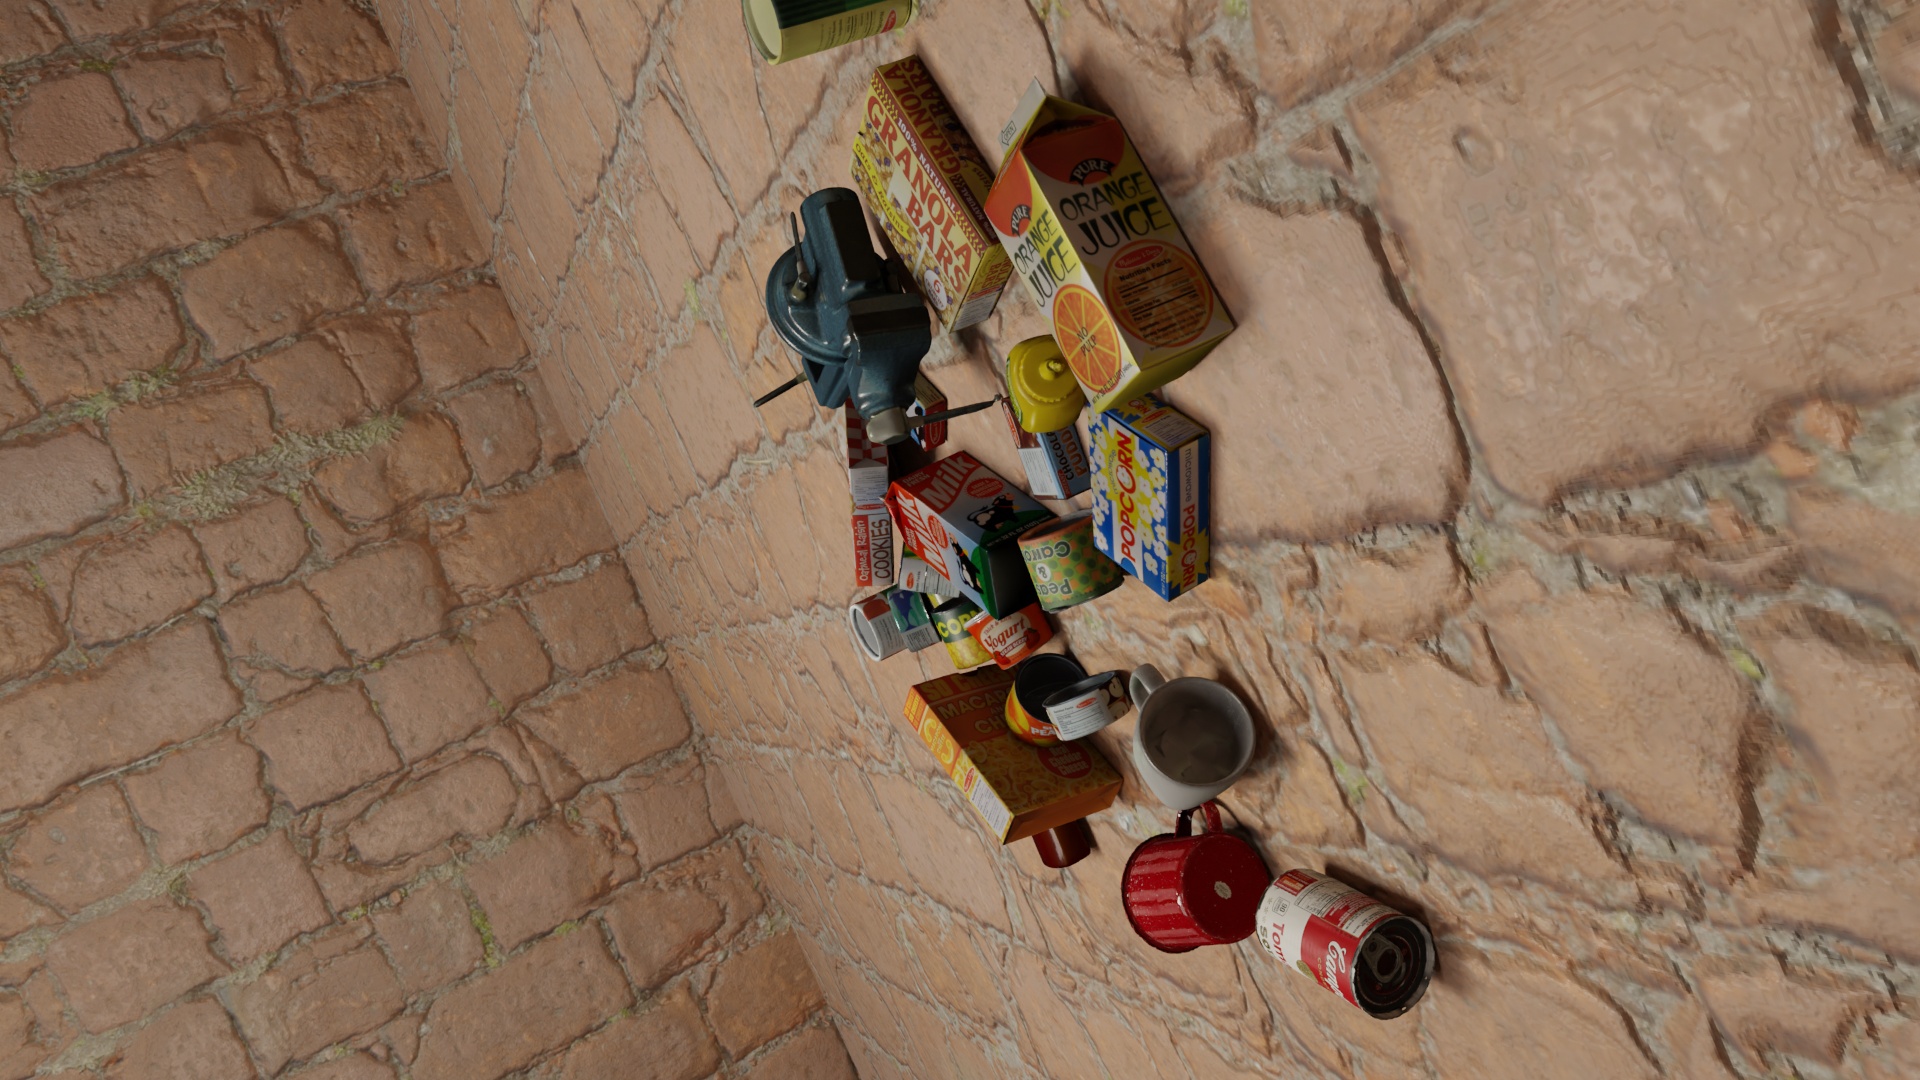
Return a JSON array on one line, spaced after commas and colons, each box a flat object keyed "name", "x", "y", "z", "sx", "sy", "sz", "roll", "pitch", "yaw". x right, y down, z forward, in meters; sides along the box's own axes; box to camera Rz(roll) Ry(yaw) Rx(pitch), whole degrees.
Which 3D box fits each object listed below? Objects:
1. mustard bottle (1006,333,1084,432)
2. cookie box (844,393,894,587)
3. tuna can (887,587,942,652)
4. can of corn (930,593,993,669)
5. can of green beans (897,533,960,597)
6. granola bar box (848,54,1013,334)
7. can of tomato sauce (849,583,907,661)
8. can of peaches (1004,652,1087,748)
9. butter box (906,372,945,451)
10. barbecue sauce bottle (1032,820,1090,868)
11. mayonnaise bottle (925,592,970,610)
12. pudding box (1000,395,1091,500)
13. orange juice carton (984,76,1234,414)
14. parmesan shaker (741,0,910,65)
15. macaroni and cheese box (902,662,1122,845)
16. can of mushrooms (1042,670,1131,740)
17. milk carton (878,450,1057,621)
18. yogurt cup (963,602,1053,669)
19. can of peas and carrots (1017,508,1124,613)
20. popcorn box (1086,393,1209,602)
[{"name": "mustard bottle", "x": 0.057, "y": -0.109, "z": 0.932, "sx": 0.160, "sy": 0.049, "sz": 0.065, "roll": 49, "pitch": -153, "yaw": -89}, {"name": "cookie box", "x": -0.087, "y": -0.054, "z": 1.336, "sx": 0.166, "sy": 0.040, "sz": 0.123, "roll": 91, "pitch": 174, "yaw": -48}, {"name": "tuna can", "x": -0.045, "y": 0.072, "z": 1.356, "sx": 0.071, "sy": 0.033, "sz": 0.071, "roll": -28, "pitch": -84, "yaw": -87}, {"name": "can of corn", "x": 0.013, "y": 0.079, "z": 1.271, "sx": 0.058, "sy": 0.071, "sz": 0.071, "roll": 66, "pitch": 158, "yaw": -5}, {"name": "can of green beans", "x": -0.025, "y": 0.016, "z": 1.271, "sx": 0.071, "sy": 0.058, "sz": 0.071, "roll": -145, "pitch": 62, "yaw": -89}, {"name": "granola bar box", "x": -0.021, "y": -0.255, "z": 1.038, "sx": 0.166, "sy": 0.039, "sz": 0.123, "roll": 59, "pitch": 157, "yaw": 13}, {"name": "can of tomato sauce", "x": -0.063, "y": 0.078, "z": 1.425, "sx": 0.071, "sy": 0.083, "sz": 0.070, "roll": 48, "pitch": 153, "yaw": 36}, {"name": "can of peaches", "x": 0.075, "y": 0.141, "z": 1.198, "sx": 0.071, "sy": 0.071, "sz": 0.057, "roll": 56, "pitch": 157, "yaw": 22}, {"name": "butter box", "x": -0.049, "y": -0.132, "z": 1.252, "sx": 0.104, "sy": 0.024, "sz": 0.052, "roll": 48, "pitch": 152, "yaw": 35}, {"name": "barbecue sauce bottle", "x": 0.074, "y": 0.240, "z": 1.339, "sx": 0.148, "sy": 0.044, "sz": 0.064, "roll": 66, "pitch": 158, "yaw": -2}, {"name": "mayonnaise bottle", "x": -0.020, "y": 0.034, "z": 1.334, "sx": 0.148, "sy": 0.041, "sz": 0.064, "roll": 67, "pitch": 166, "yaw": -5}, {"name": "pudding box", "x": 0.065, "y": -0.073, "z": 1.046, "sx": 0.049, "sy": 0.030, "sz": 0.083, "roll": 4, "pitch": 117, "yaw": 67}, {"name": "orange juice carton", "x": 0.078, "y": -0.183, "z": 0.843, "sx": 0.193, "sy": 0.073, "sz": 0.071, "roll": 62, "pitch": 158, "yaw": 8}, {"name": "parmesan shaker", "x": -0.095, "y": -0.385, "z": 0.982, "sx": 0.071, "sy": 0.103, "sz": 0.071, "roll": 48, "pitch": 152, "yaw": 36}, {"name": "macaroni and cheese box", "x": 0.045, "y": 0.181, "z": 1.233, "sx": 0.167, "sy": 0.124, "sz": 0.040, "roll": 48, "pitch": 134, "yaw": 36}, {"name": "can of mushrooms", "x": 0.104, "y": 0.134, "z": 1.132, "sx": 0.033, "sy": 0.071, "sz": 0.071, "roll": 65, "pitch": 158, "yaw": -2}, {"name": "milk carton", "x": 0.004, "y": -0.015, "z": 1.189, "sx": 0.191, "sy": 0.072, "sz": 0.073, "roll": 38, "pitch": 146, "yaw": 49}, {"name": "yogurt cup", "x": 0.044, "y": 0.076, "z": 1.208, "sx": 0.054, "sy": 0.072, "sz": 0.072, "roll": 56, "pitch": 158, "yaw": 1}, {"name": "can of peas and carrots", "x": 0.081, "y": 0.015, "z": 1.047, "sx": 0.071, "sy": 0.071, "sz": 0.058, "roll": -3, "pitch": 109, "yaw": 67}, {"name": "popcorn box", "x": 0.127, "y": -0.033, "z": 0.938, "sx": 0.085, "sy": 0.038, "sz": 0.126, "roll": 40, "pitch": 147, "yaw": 44}]
